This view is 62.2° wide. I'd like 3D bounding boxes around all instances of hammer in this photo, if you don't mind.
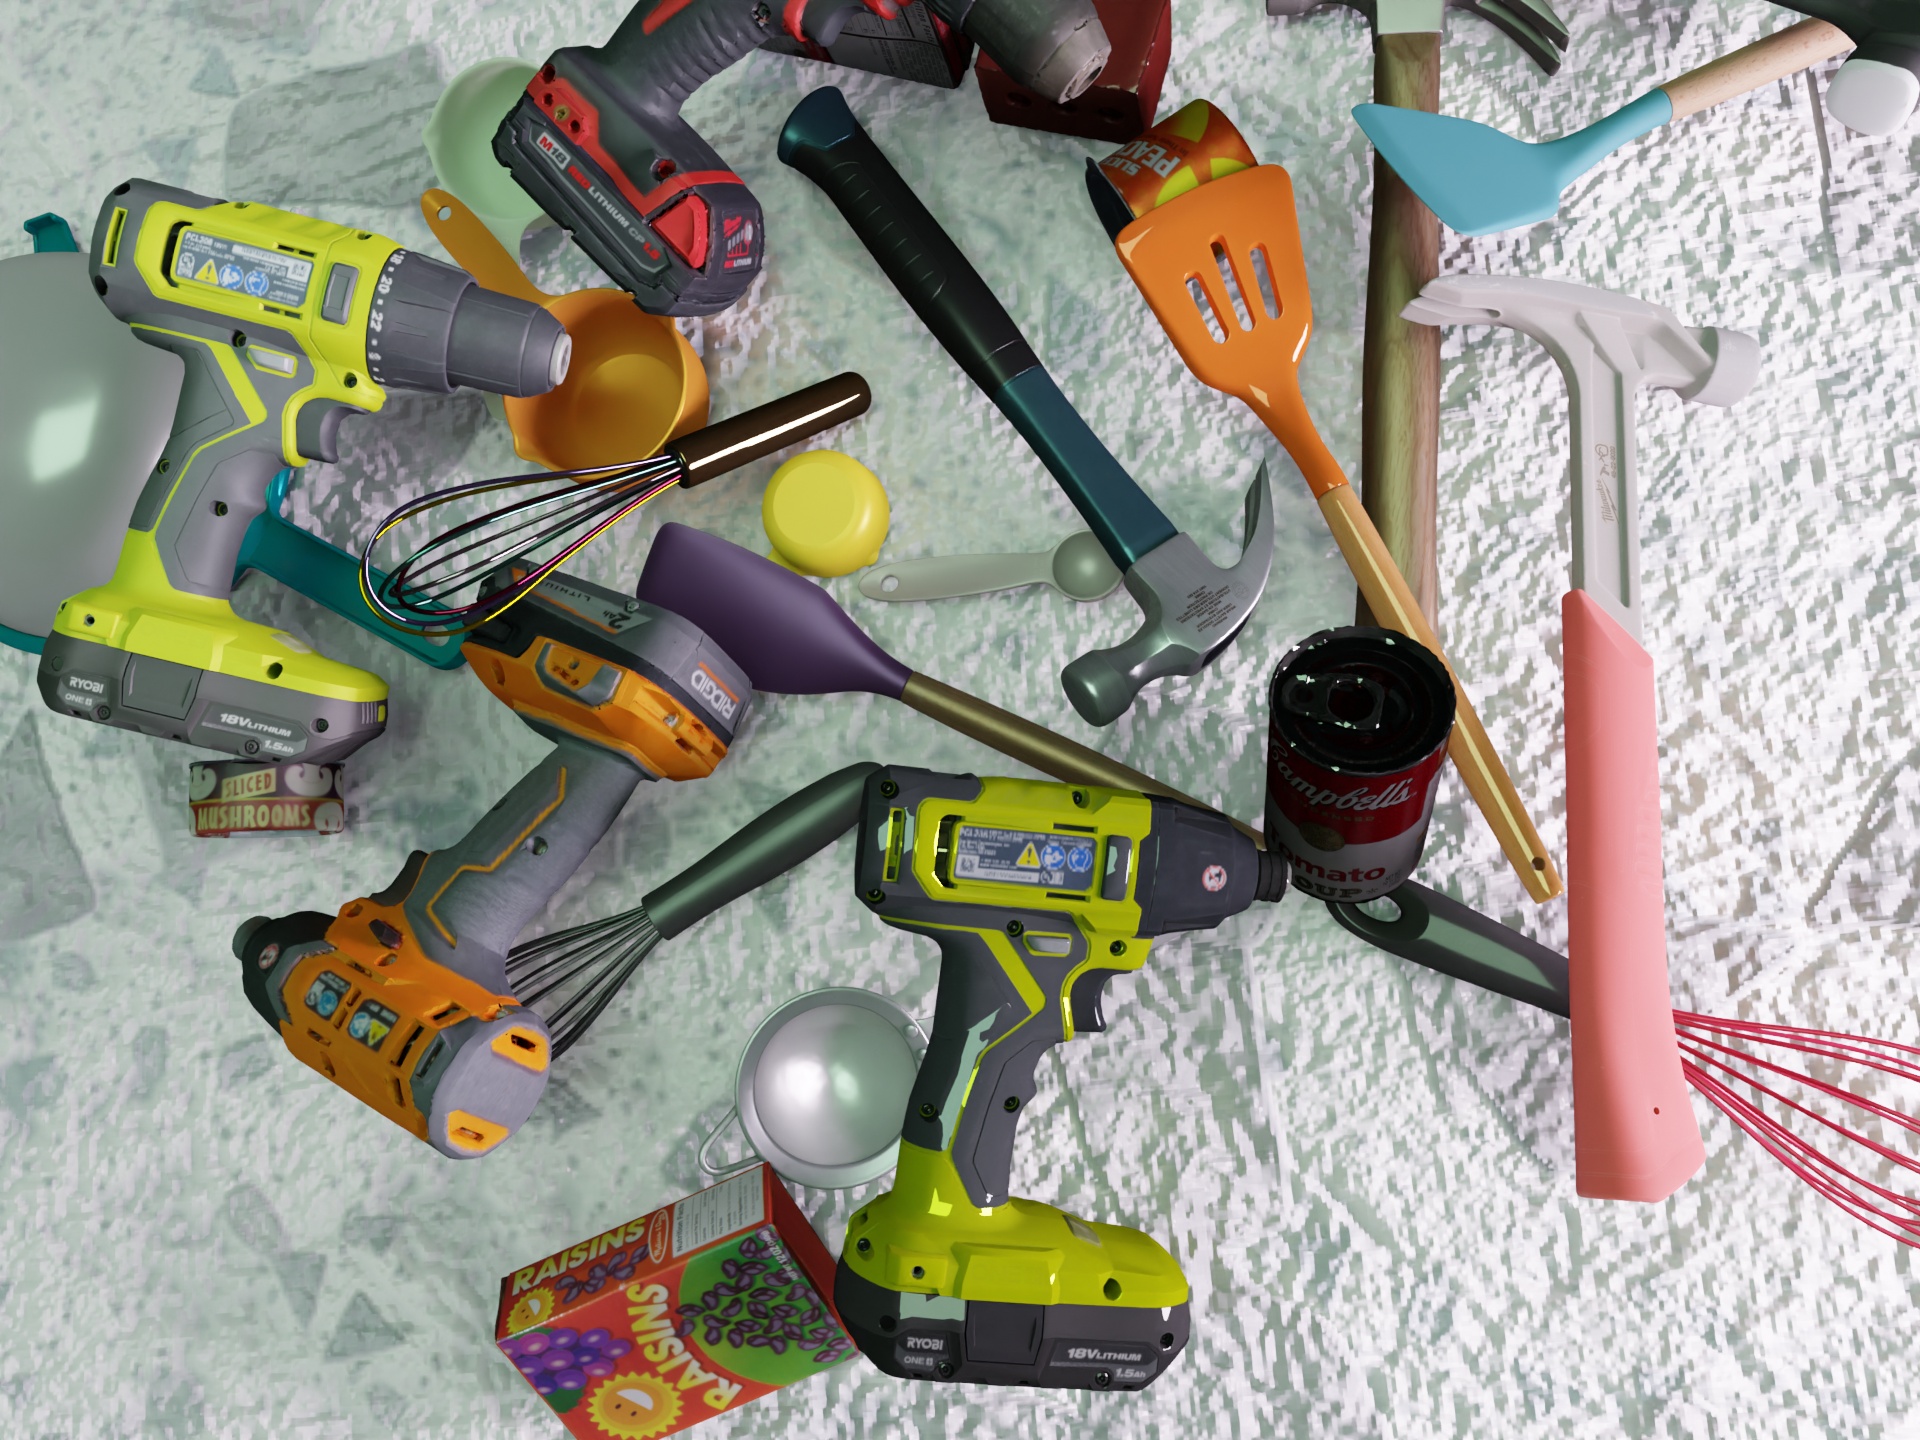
[{"bbox_3d":[0.017,-0.158,0.707,0.128,0.033,0.331,-31,73,-14],"label":"hammer"},{"bbox_3d":[0.196,-0.189,0.696,0.130,0.031,0.331,1,82,10],"label":"hammer"},{"bbox_3d":[0.242,-0.002,0.614,0.149,0.036,0.359,8,74,-9],"label":"hammer"},{"bbox_3d":[0.265,-0.354,0.683,0.337,0.034,0.127,32,67,22],"label":"hammer"}]

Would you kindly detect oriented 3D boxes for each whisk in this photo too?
[{"bbox_3d":[0.283,0.126,0.624,0.296,0.073,0.073,24,86,18],"label":"whisk"},{"bbox_3d":[-0.132,0.089,0.703,0.239,0.055,0.055,-33,78,-2],"label":"whisk"},{"bbox_3d":[-0.139,-0.098,0.683,0.245,0.051,0.047,-29,66,-27],"label":"whisk"}]

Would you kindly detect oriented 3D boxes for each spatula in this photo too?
[{"bbox_3d":[0.164,-0.075,0.649,0.081,0.041,0.323,-24,78,-3],"label":"spatula"},{"bbox_3d":[-0.001,-0.002,0.697,0.316,0.018,0.059,24,105,8],"label":"spatula"},{"bbox_3d":[0.317,-0.272,0.660,0.317,0.044,0.082,-24,62,-5],"label":"spatula"}]

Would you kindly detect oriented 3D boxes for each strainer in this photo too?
[{"bbox_3d":[0.008,0.124,0.676,0.258,0.050,0.087,-26,99,-1],"label":"strainer"},{"bbox_3d":[-0.384,-0.112,0.745,0.340,0.095,0.211,27,87,13],"label":"strainer"}]

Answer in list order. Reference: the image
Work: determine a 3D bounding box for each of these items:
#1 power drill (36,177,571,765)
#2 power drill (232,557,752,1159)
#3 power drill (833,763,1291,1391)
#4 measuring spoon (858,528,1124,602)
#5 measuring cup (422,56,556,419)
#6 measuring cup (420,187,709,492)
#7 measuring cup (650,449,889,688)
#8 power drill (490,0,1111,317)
[{"bbox_3d":[-0.283,-0.101,0.684,0.190,0.080,0.228,14,91,-6],"label":"power drill"},{"bbox_3d":[-0.206,0.049,0.673,0.164,0.084,0.226,19,73,29],"label":"power drill"},{"bbox_3d":[0.037,0.136,0.625,0.171,0.080,0.223,6,91,-7],"label":"power drill"},{"bbox_3d":[0.014,-0.064,0.717,0.124,0.018,0.034,-3,72,15],"label":"measuring spoon"},{"bbox_3d":[-0.215,-0.230,0.772,0.083,0.038,0.167,5,99,5],"label":"measuring cup"},{"bbox_3d":[-0.188,-0.180,0.743,0.095,0.052,0.174,-43,79,4],"label":"measuring cup"},{"bbox_3d":[-0.098,-0.061,0.724,0.156,0.029,0.062,-45,78,1],"label":"measuring cup"},{"bbox_3d":[-0.067,-0.272,0.664,0.188,0.080,0.226,45,115,-2],"label":"power drill"}]
